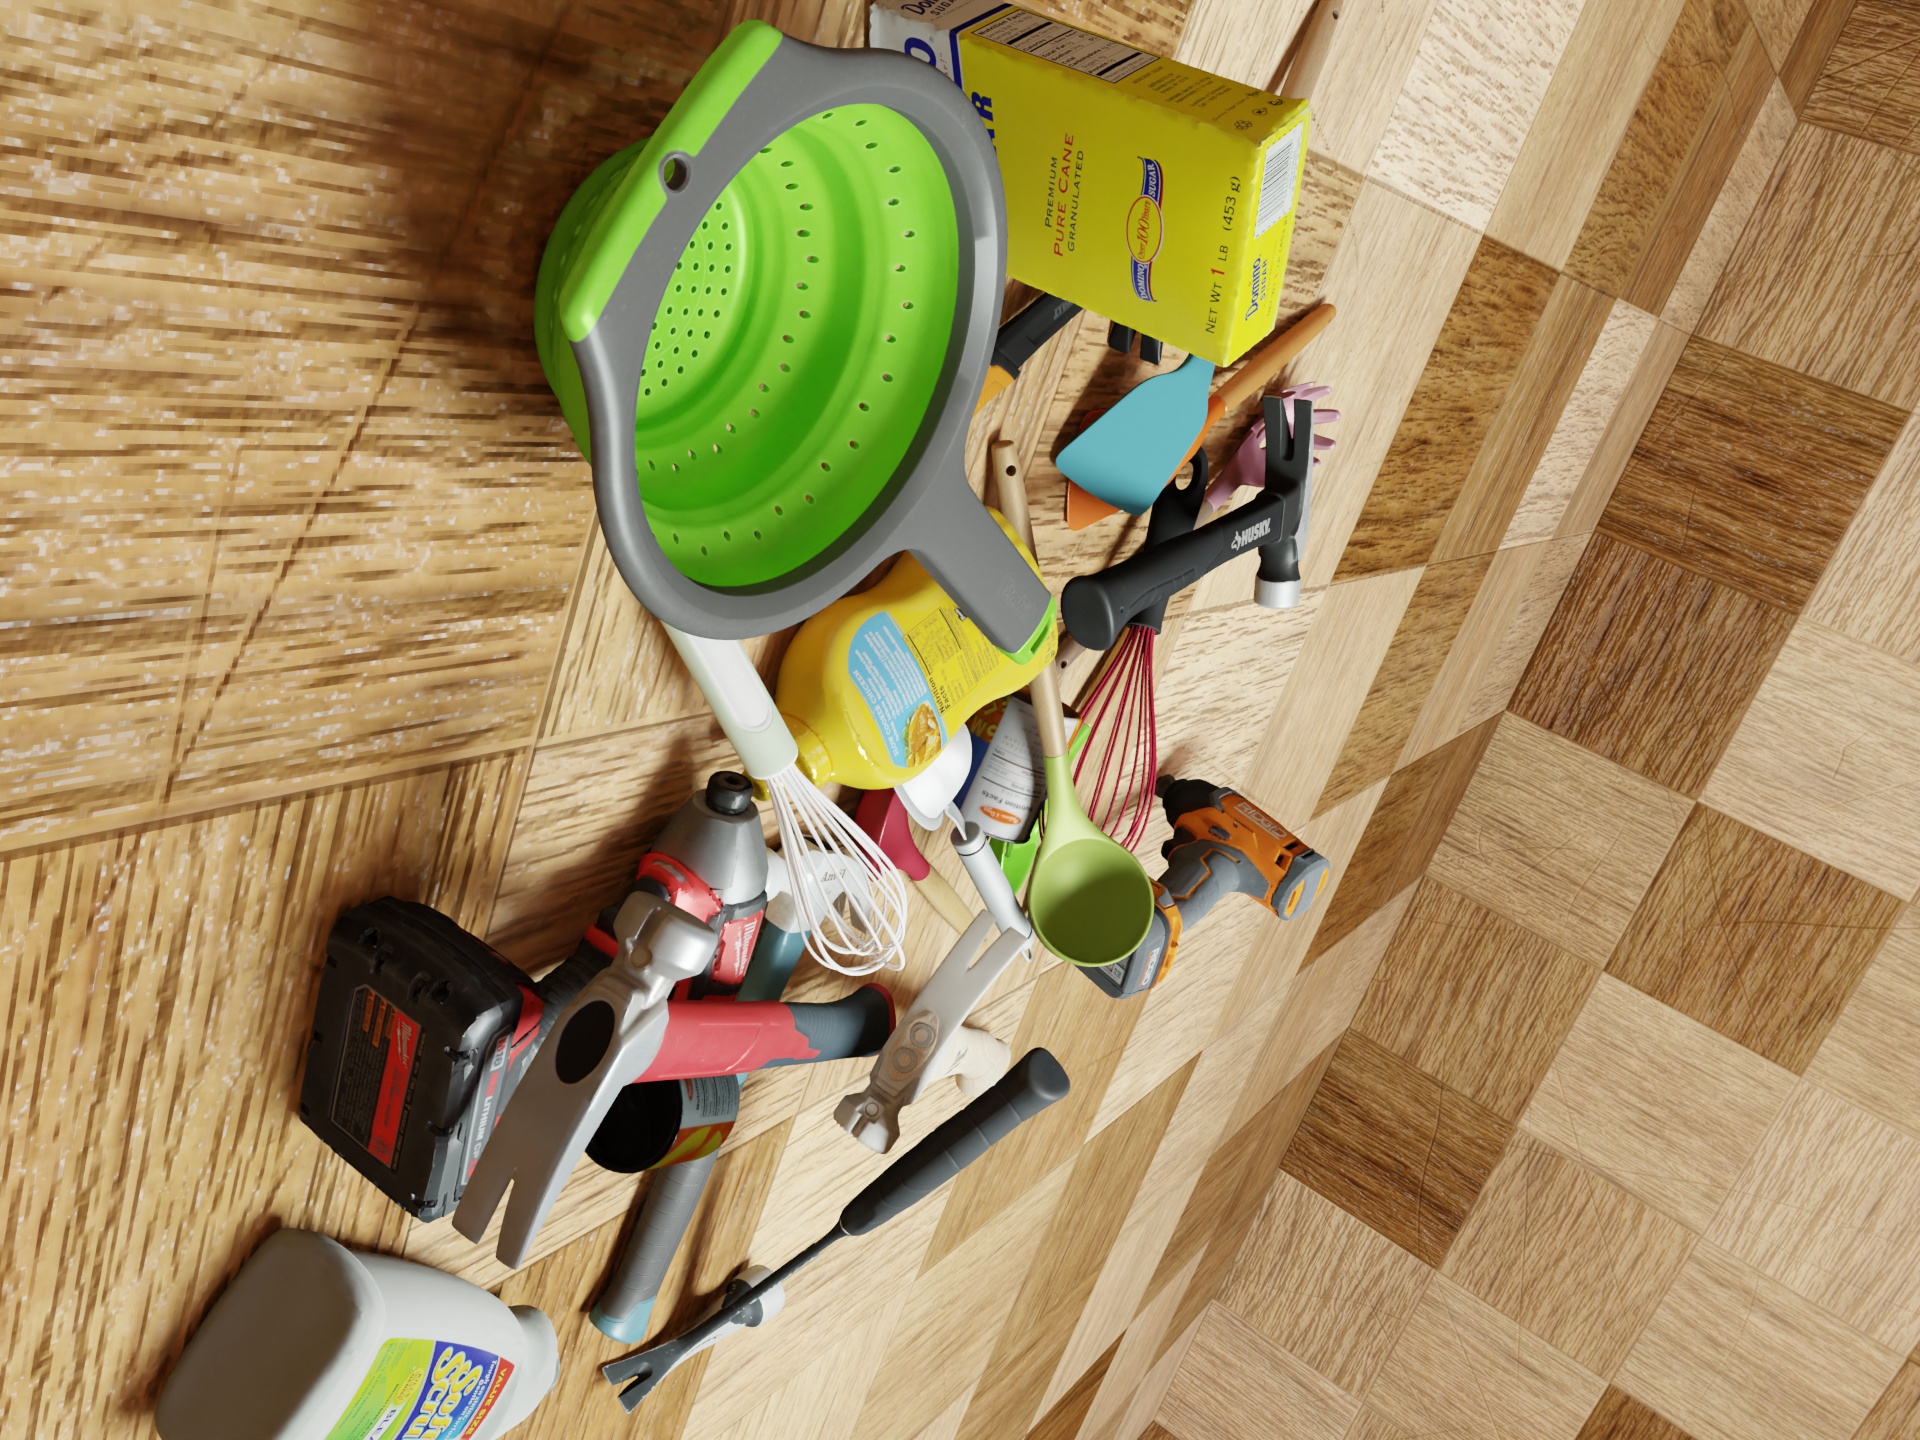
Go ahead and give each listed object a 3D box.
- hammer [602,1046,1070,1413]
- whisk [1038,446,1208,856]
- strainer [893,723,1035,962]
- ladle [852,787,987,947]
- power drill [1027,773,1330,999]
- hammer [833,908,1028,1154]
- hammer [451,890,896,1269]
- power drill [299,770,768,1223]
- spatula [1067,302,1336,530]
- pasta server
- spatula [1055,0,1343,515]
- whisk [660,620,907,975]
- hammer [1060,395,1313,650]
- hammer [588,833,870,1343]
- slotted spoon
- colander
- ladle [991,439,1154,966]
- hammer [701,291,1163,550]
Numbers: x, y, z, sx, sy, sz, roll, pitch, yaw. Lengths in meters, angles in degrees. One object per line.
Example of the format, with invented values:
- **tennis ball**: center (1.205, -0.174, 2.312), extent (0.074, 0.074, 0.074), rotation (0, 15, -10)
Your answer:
- **hammer**: center (-0.071, 0.296, 0.927), extent (0.149, 0.036, 0.408), rotation (-19, 158, -51)
- **whisk**: center (0.111, -0.041, 1.019), extent (0.073, 0.073, 0.296), rotation (34, 70, -65)
- **strainer**: center (0.003, 0.060, 0.904), extent (0.087, 0.050, 0.258), rotation (-91, 162, -45)
- **ladle**: center (-0.019, 0.102, 1.014), extent (0.315, 0.031, 0.069), rotation (60, 45, -65)
- **power drill**: center (0.161, 0.116, 1.247), extent (0.226, 0.164, 0.084), rotation (-19, 134, -38)
- **hammer**: center (0.006, 0.216, 1.078), extent (0.146, 0.038, 0.410), rotation (-54, 167, -7)
- **hammer**: center (-0.104, 0.164, 0.759), extent (0.143, 0.038, 0.386), rotation (-61, 164, -3)
- **power drill**: center (-0.164, 0.106, 0.688), extent (0.219, 0.079, 0.143), rotation (-24, 138, -57)
- **spatula**: center (0.169, -0.216, 1.035), extent (0.323, 0.041, 0.081), rotation (-42, 148, -42)
- **pasta server**: center (0.158, -0.130, 1.087), extent (0.316, 0.040, 0.060), rotation (-46, 126, -26)
- **spatula**: center (0.151, -0.273, 0.918), extent (0.082, 0.044, 0.317), rotation (23, 88, -41)
- **whisk**: center (-0.080, 0.024, 0.707), extent (0.058, 0.059, 0.246), rotation (-40, 126, -23)
- **hammer**: center (0.148, -0.109, 0.972), extent (0.335, 0.035, 0.146), rotation (-29, 125, -55)
- **hammer**: center (-0.139, 0.213, 0.899), extent (0.128, 0.033, 0.331), rotation (0, 117, -61)
- **slotted spoon**: center (0.099, -0.018, 1.111), extent (0.314, 0.031, 0.070), rotation (-59, 156, -8)
- **colander**: center (-0.053, -0.114, 0.630), extent (0.204, 0.095, 0.396), rotation (-58, 154, -6)
- **ladle**: center (0.055, -0.001, 0.899), extent (0.078, 0.062, 0.320), rotation (-19, 117, -15)
- **hammer**: center (0.001, -0.154, 0.766), extent (0.337, 0.034, 0.127), rotation (-44, 150, -31)
